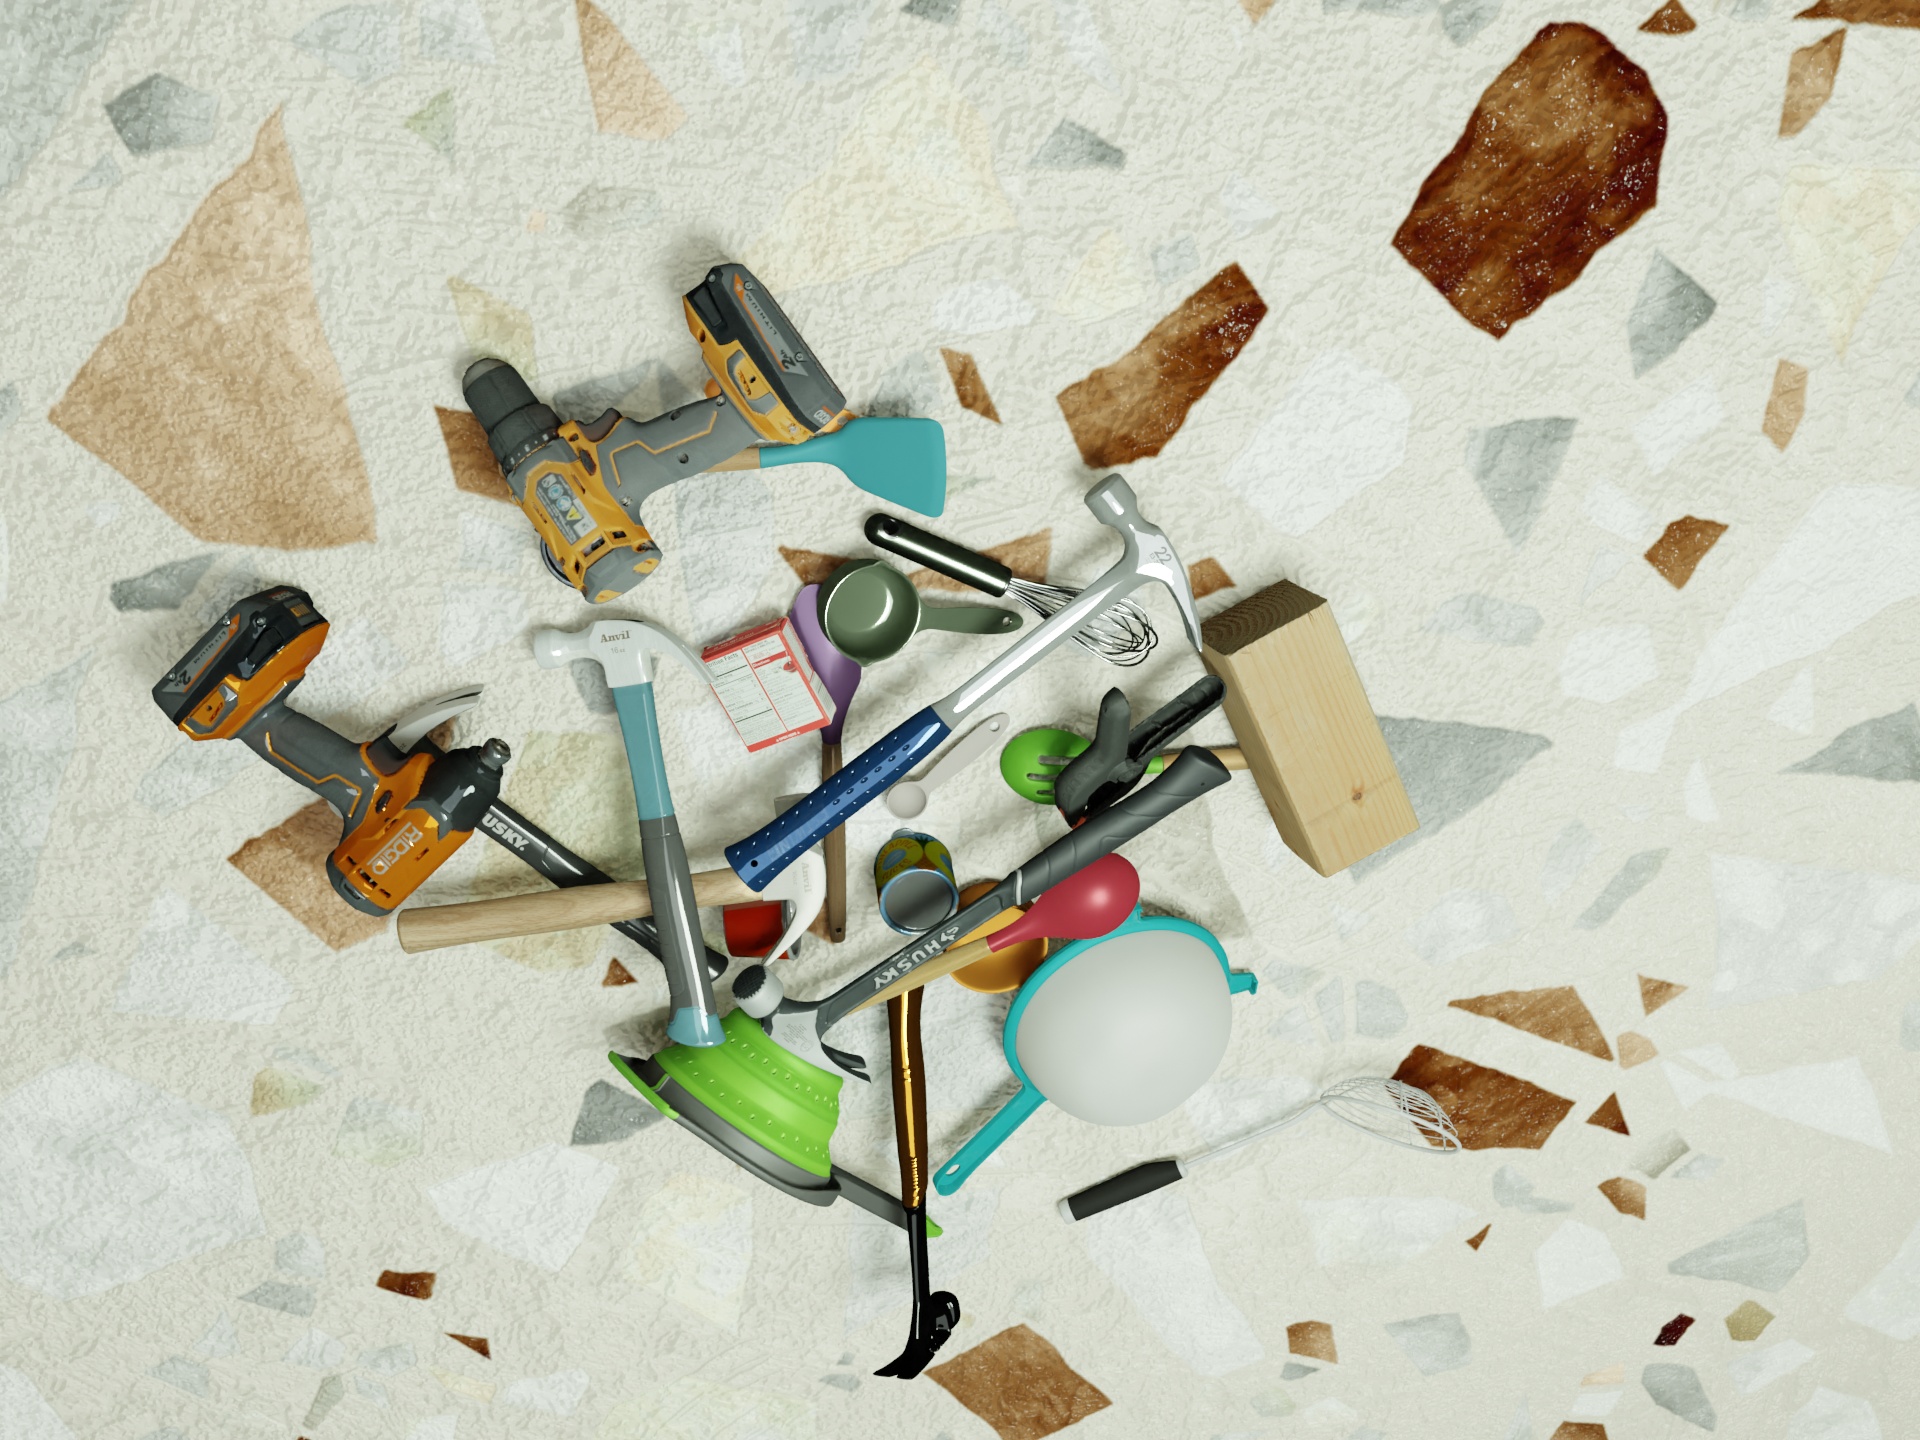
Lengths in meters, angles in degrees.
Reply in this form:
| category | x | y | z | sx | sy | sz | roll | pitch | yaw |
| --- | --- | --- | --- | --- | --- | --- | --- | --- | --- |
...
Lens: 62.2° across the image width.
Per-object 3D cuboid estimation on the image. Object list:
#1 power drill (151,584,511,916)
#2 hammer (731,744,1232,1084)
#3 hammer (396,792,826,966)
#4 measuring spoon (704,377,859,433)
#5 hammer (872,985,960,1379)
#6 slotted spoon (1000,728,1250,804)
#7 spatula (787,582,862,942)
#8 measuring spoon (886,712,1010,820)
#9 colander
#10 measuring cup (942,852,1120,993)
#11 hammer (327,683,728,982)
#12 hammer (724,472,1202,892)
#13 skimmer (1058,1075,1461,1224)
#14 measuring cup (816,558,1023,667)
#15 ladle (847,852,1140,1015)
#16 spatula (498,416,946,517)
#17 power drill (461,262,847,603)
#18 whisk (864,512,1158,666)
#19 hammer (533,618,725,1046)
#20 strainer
| category | x | y | z | sx | sy | sz | roll | pitch | yaw |
| --- | --- | --- | --- | --- | --- | --- | --- | --- | --- |
| power drill | -0.442 | 0.012 | 1.146 | 0.164 | 0.084 | 0.226 | -41 | 99 | 12 |
| hammer | 0.030 | 0.144 | 1.230 | 0.409 | 0.036 | 0.149 | -33 | 126 | 5 |
| hammer | -0.268 | 0.143 | 1.235 | 0.331 | 0.031 | 0.130 | -8 | 95 | -1 |
| measuring spoon | -0.127 | -0.227 | 1.144 | 0.117 | 0.011 | 0.021 | 11 | 121 | -17 |
| hammer | -0.043 | 0.381 | 1.354 | 0.034 | 0.127 | 0.337 | -1 | 95 | 21 |
| slotted spoon | 0.189 | 0.032 | 1.301 | 0.313 | 0.031 | 0.070 | -4 | 117 | -8 |
| spatula | -0.104 | 0.040 | 1.268 | 0.059 | 0.018 | 0.315 | -4 | 115 | -9 |
| measuring spoon | -0.010 | 0.034 | 1.283 | 0.124 | 0.018 | 0.034 | -40 | 114 | 4 |
| colander | -0.118 | 0.343 | 1.356 | 0.396 | 0.205 | 0.094 | 42 | 79 | -40 |
| measuring cup | 0.059 | 0.153 | 1.327 | 0.173 | 0.052 | 0.095 | -37 | 114 | 8 |
| hammer | -0.318 | 0.109 | 1.262 | 0.146 | 0.035 | 0.334 | -43 | 113 | 13 |
| hammer | -0.002 | -0.004 | 1.187 | 0.405 | 0.035 | 0.144 | -38 | 102 | 5 |
| skimmer | 0.270 | 0.416 | 1.458 | 0.363 | 0.090 | 0.127 | -23 | 148 | 6 |
| measuring cup | -0.032 | -0.083 | 1.215 | 0.167 | 0.038 | 0.083 | 2 | 109 | -28 |
| ladle | 0.000 | 0.190 | 1.291 | 0.315 | 0.031 | 0.069 | -25 | 99 | 9 |
| spatula | -0.170 | -0.183 | 1.139 | 0.317 | 0.044 | 0.082 | -3 | 132 | -5 |
| power drill | -0.216 | -0.215 | 1.084 | 0.226 | 0.084 | 0.185 | -36 | 86 | 7 |
| whisk | 0.040 | -0.101 | 1.209 | 0.246 | 0.059 | 0.058 | 22 | 67 | -13 |
| hammer | -0.227 | 0.086 | 1.196 | 0.128 | 0.033 | 0.331 | -9 | 96 | 8 |
| strainer | 0.106 | 0.318 | 1.357 | 0.340 | 0.095 | 0.210 | -47 | 128 | 12 |
